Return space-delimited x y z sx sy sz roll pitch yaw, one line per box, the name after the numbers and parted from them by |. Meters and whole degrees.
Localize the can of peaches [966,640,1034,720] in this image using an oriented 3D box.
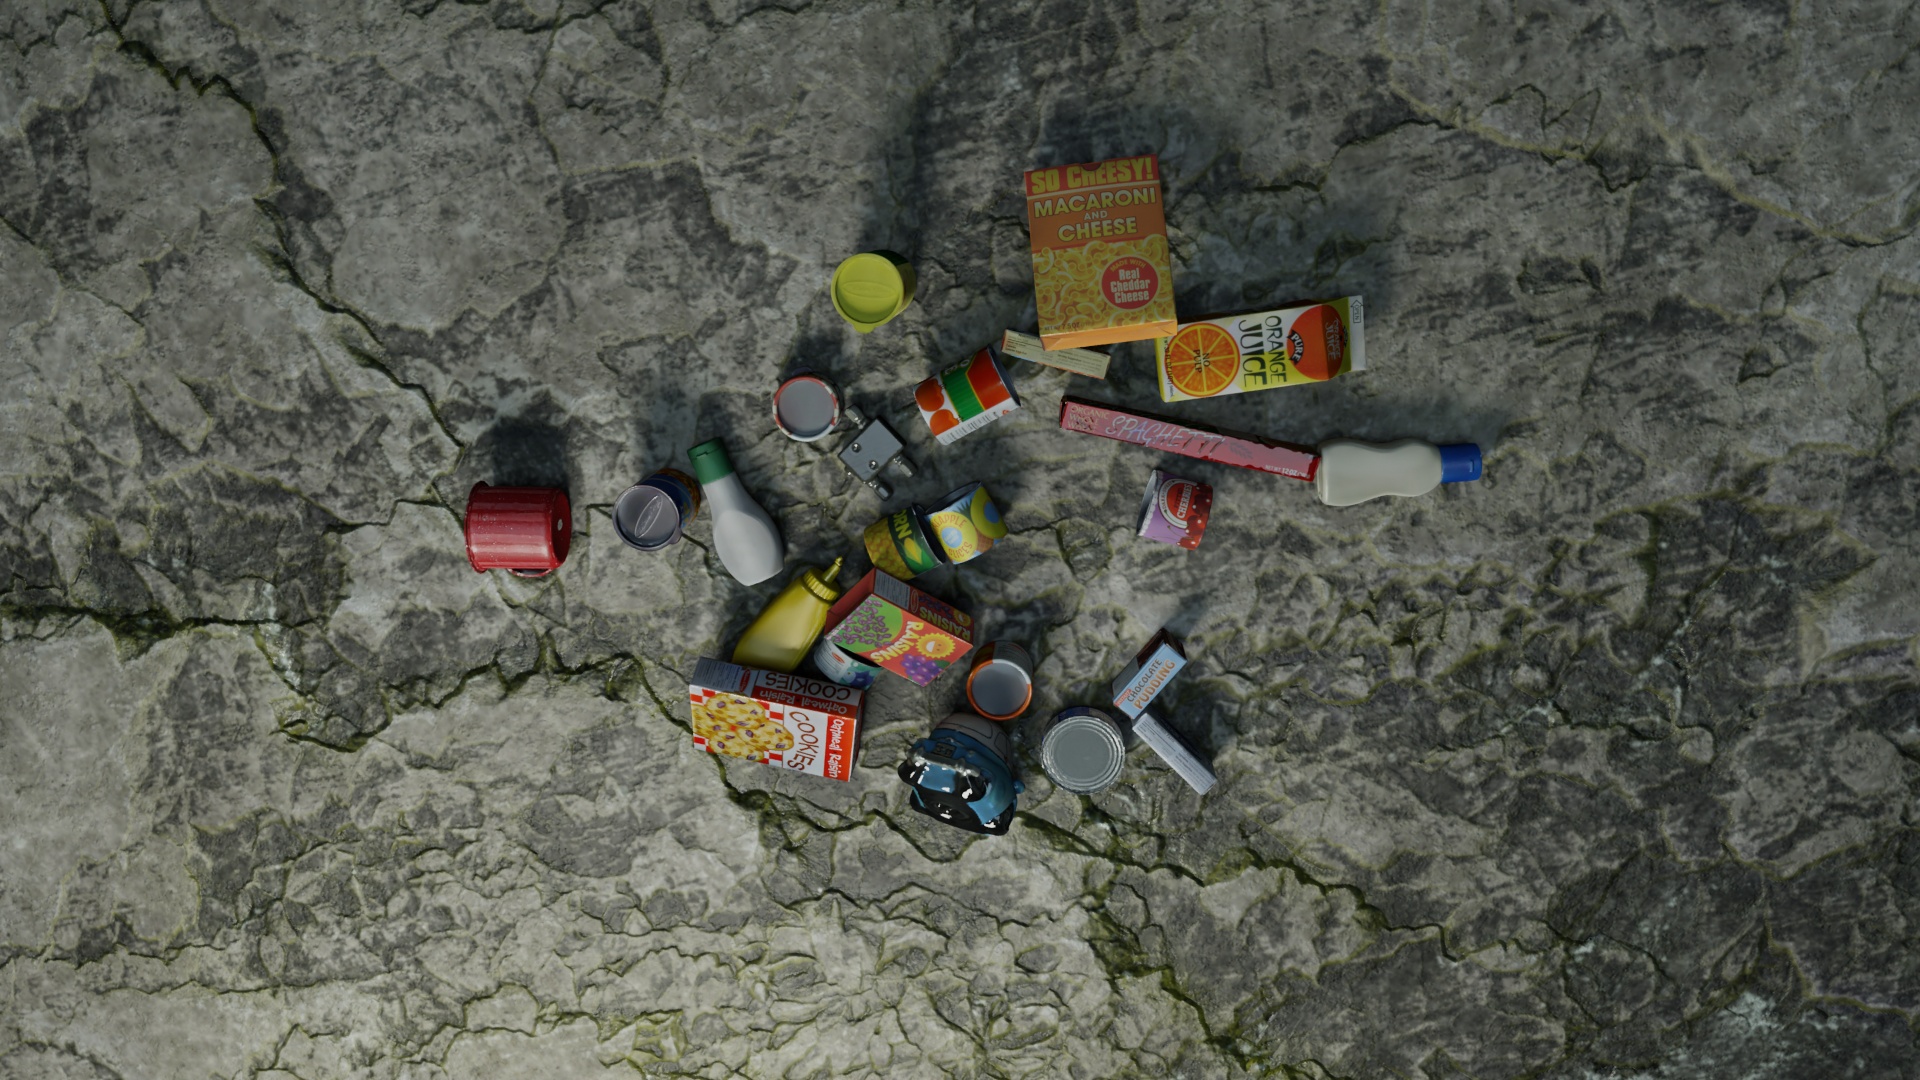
0.040 0.143 1.397 0.071 0.058 0.071 1 104 4 | can of peaches

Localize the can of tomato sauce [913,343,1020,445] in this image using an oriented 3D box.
0.005 -0.140 1.328 0.083 0.071 0.071 -27 100 11 | can of tomato sauce

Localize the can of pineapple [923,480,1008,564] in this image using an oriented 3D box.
0.005 -0.017 1.356 0.071 0.071 0.058 -29 100 11 | can of pineapple

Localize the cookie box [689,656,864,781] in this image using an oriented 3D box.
-0.185 0.181 1.402 0.167 0.040 0.122 12 140 1 | cookie box

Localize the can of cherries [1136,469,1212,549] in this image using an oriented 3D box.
0.206 -0.030 1.336 0.058 0.072 0.071 16 105 0 | can of cherries

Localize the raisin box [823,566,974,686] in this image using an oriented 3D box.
-0.060 0.086 1.368 0.123 0.040 0.085 29 128 -24 | raisin box

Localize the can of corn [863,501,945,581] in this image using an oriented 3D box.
-0.056 0.003 1.366 0.058 0.071 0.071 -25 101 11 | can of corn

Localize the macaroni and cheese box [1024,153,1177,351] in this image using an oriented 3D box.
0.127 -0.263 1.264 0.124 0.040 0.167 -6 76 6 | macaroni and cheese box

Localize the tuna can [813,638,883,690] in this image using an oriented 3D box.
-0.111 0.120 1.401 0.071 0.071 0.032 32 105 -4 | tuna can

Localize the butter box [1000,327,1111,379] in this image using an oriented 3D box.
0.090 -0.178 1.318 0.103 0.053 0.024 14 102 0 | butter box

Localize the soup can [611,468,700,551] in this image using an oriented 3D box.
-0.296 -0.030 1.367 0.071 0.084 0.071 1 104 4 | soup can

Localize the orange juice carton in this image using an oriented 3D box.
0.279 -0.180 1.293 0.193 0.073 0.071 -7 102 6 | orange juice carton

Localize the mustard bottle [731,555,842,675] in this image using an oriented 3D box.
-0.164 0.077 1.402 0.065 0.049 0.160 39 103 -6 | mustard bottle

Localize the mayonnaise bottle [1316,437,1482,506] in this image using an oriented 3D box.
0.418 -0.070 1.327 0.148 0.041 0.064 -4 105 4 | mayonnaise bottle

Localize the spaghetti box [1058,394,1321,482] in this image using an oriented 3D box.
0.216 -0.099 1.330 0.250 0.050 0.028 12 104 2 | spaghetti box

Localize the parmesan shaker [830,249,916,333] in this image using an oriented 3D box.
-0.080 -0.233 1.292 0.071 0.103 0.071 1 104 4 | parmesan shaker

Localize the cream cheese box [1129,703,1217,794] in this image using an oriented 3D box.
0.214 0.207 1.402 0.104 0.053 0.024 43 101 -7 | cream cheese box

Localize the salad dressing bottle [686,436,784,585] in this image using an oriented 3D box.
-0.226 -0.030 1.384 0.064 0.044 0.147 -21 100 11 | salad dressing bottle

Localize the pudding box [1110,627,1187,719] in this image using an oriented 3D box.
0.187 0.133 1.388 0.030 0.050 0.083 38 103 -7 | pudding box

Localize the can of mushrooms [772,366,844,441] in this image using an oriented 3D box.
-0.150 -0.133 1.358 0.071 0.033 0.071 1 104 5 | can of mushrooms
